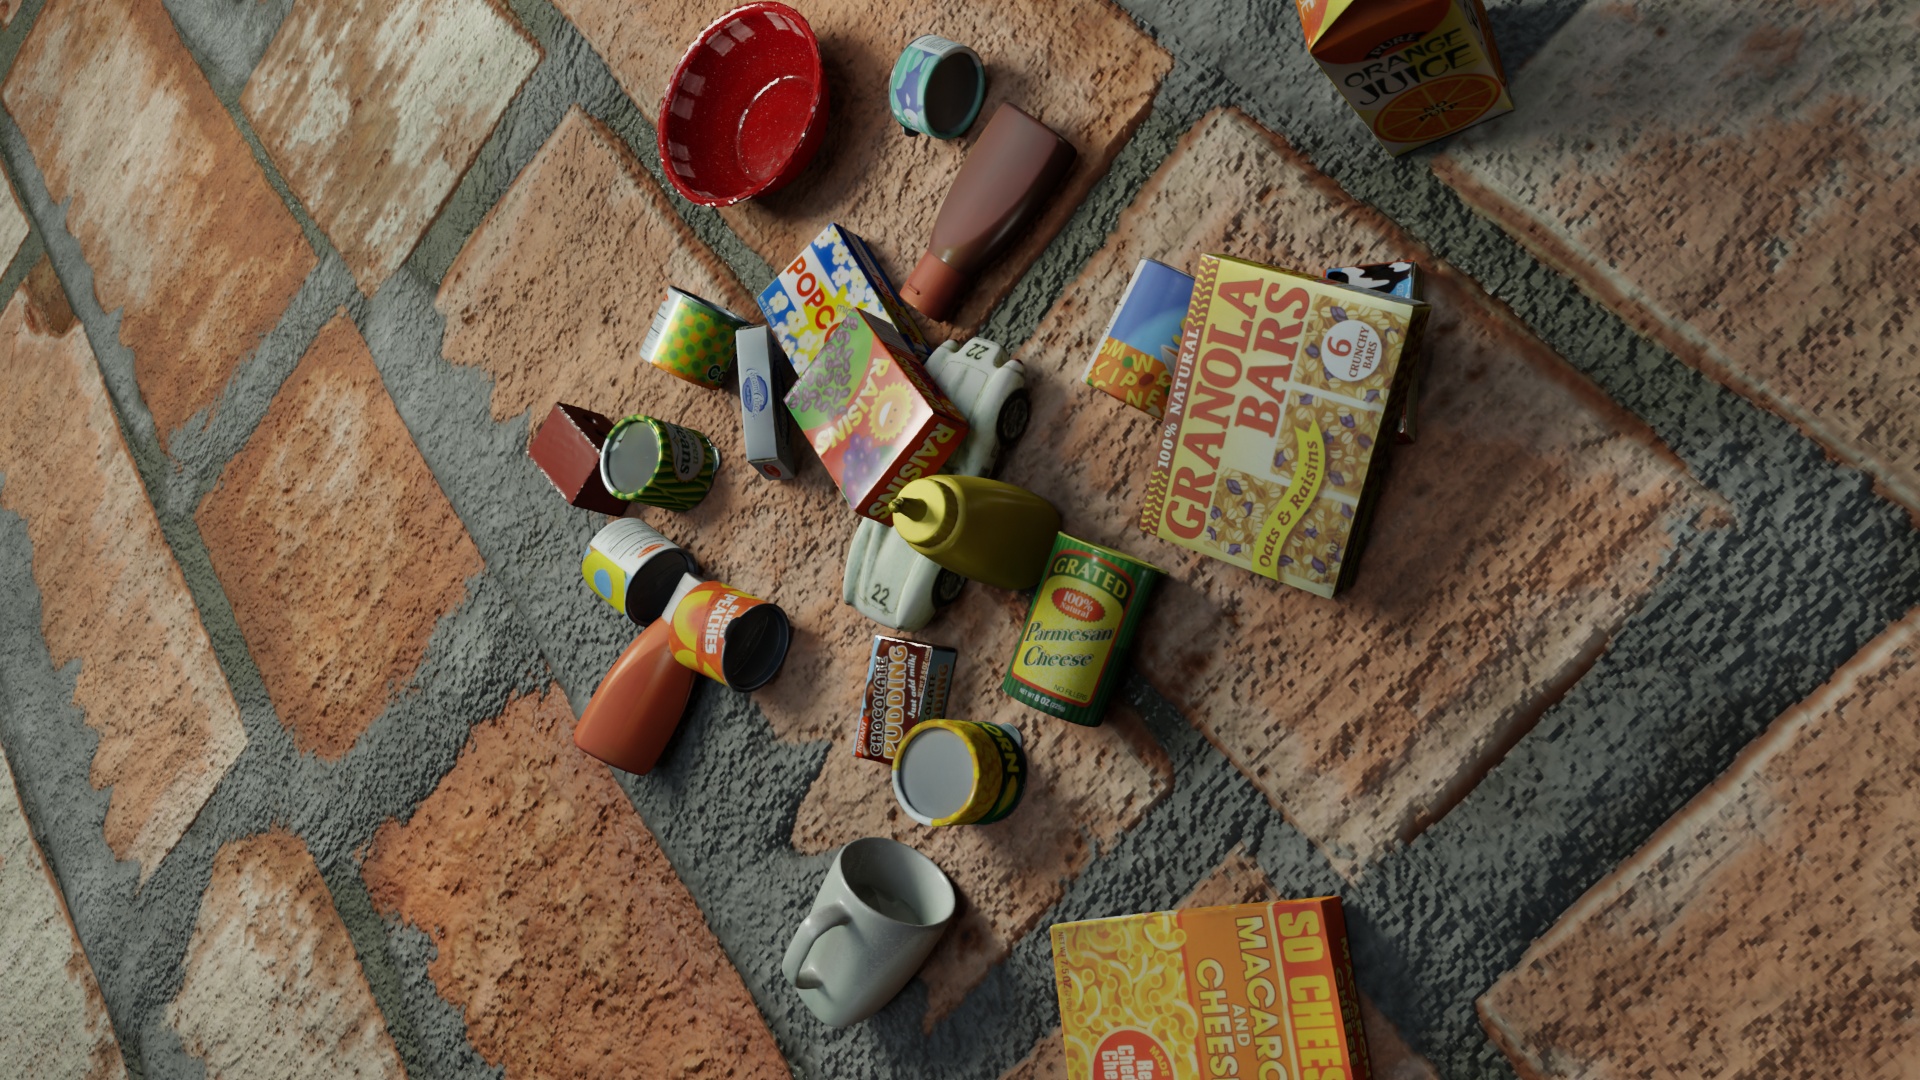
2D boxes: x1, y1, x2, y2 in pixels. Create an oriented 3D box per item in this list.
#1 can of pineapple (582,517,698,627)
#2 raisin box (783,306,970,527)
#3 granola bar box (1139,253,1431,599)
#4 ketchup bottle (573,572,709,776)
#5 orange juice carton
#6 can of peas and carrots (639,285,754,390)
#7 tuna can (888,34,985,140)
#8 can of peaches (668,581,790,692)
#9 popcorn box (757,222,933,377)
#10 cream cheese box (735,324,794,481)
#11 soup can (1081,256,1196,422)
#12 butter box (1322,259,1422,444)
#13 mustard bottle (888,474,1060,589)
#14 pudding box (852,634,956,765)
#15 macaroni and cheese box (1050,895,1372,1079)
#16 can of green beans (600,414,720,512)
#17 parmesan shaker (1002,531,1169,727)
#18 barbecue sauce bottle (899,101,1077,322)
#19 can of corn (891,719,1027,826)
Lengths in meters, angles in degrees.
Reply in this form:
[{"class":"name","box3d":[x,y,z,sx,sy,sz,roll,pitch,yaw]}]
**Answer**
[{"class":"can of pineapple","box3d":[-0.241,0.025,1.045,0.058,0.071,0.071,30,98,33]},{"class":"raisin box","box3d":[-0.056,-0.081,0.902,0.086,0.040,0.124,-50,48,17]},{"class":"granola bar box","box3d":[0.178,-0.066,0.780,0.124,0.039,0.165,21,111,29]},{"class":"ketchup bottle","box3d":[-0.223,0.096,1.024,0.149,0.064,0.043,-60,22,0]},{"class":"orange juice carton","box3d":[0.226,-0.279,0.729,0.073,0.193,0.072,-17,73,30]},{"class":"can of peas and carrots","box3d":[-0.199,-0.152,1.053,0.071,0.071,0.058,31,99,33]},{"class":"tuna can","box3d":[-0.016,-0.312,0.965,0.033,0.071,0.071,30,97,32]},{"class":"can of peaches","box3d":[-0.165,0.066,0.985,0.058,0.071,0.071,19,92,35]},{"class":"popcorn box","box3d":[-0.084,-0.153,0.994,0.085,0.038,0.127,-40,63,20]},{"class":"cream cheese box","box3d":[-0.142,-0.099,1.010,0.024,0.053,0.104,-8,76,4]},{"class":"soup can","box3d":[0.123,-0.119,0.841,0.071,0.071,0.083,31,99,32]},{"class":"butter box","box3d":[0.233,-0.106,0.793,0.053,0.024,0.103,0,81,33]},{"class":"mustard bottle","box3d":[0.003,-0.011,0.840,0.049,0.160,0.065,19,91,35]},{"class":"pudding box","box3d":[-0.038,0.107,0.921,0.049,0.030,0.083,9,86,34]},{"class":"macaroni and cheese box","box3d":[0.138,0.268,0.774,0.166,0.040,0.124,-15,73,30]},{"class":"can of green beans","box3d":[-0.230,-0.059,1.057,0.071,0.058,0.071,-6,78,31]},{"class":"parmesan shaker","box3d":[0.075,0.055,0.839,0.071,0.071,0.103,22,93,33]},{"class":"barbecue sauce bottle","box3d":[0.013,-0.219,0.942,0.065,0.043,0.148,43,105,31]},{"class":"can of corn","box3d":[0.000,0.144,0.873,0.071,0.058,0.071,-6,78,31]}]
